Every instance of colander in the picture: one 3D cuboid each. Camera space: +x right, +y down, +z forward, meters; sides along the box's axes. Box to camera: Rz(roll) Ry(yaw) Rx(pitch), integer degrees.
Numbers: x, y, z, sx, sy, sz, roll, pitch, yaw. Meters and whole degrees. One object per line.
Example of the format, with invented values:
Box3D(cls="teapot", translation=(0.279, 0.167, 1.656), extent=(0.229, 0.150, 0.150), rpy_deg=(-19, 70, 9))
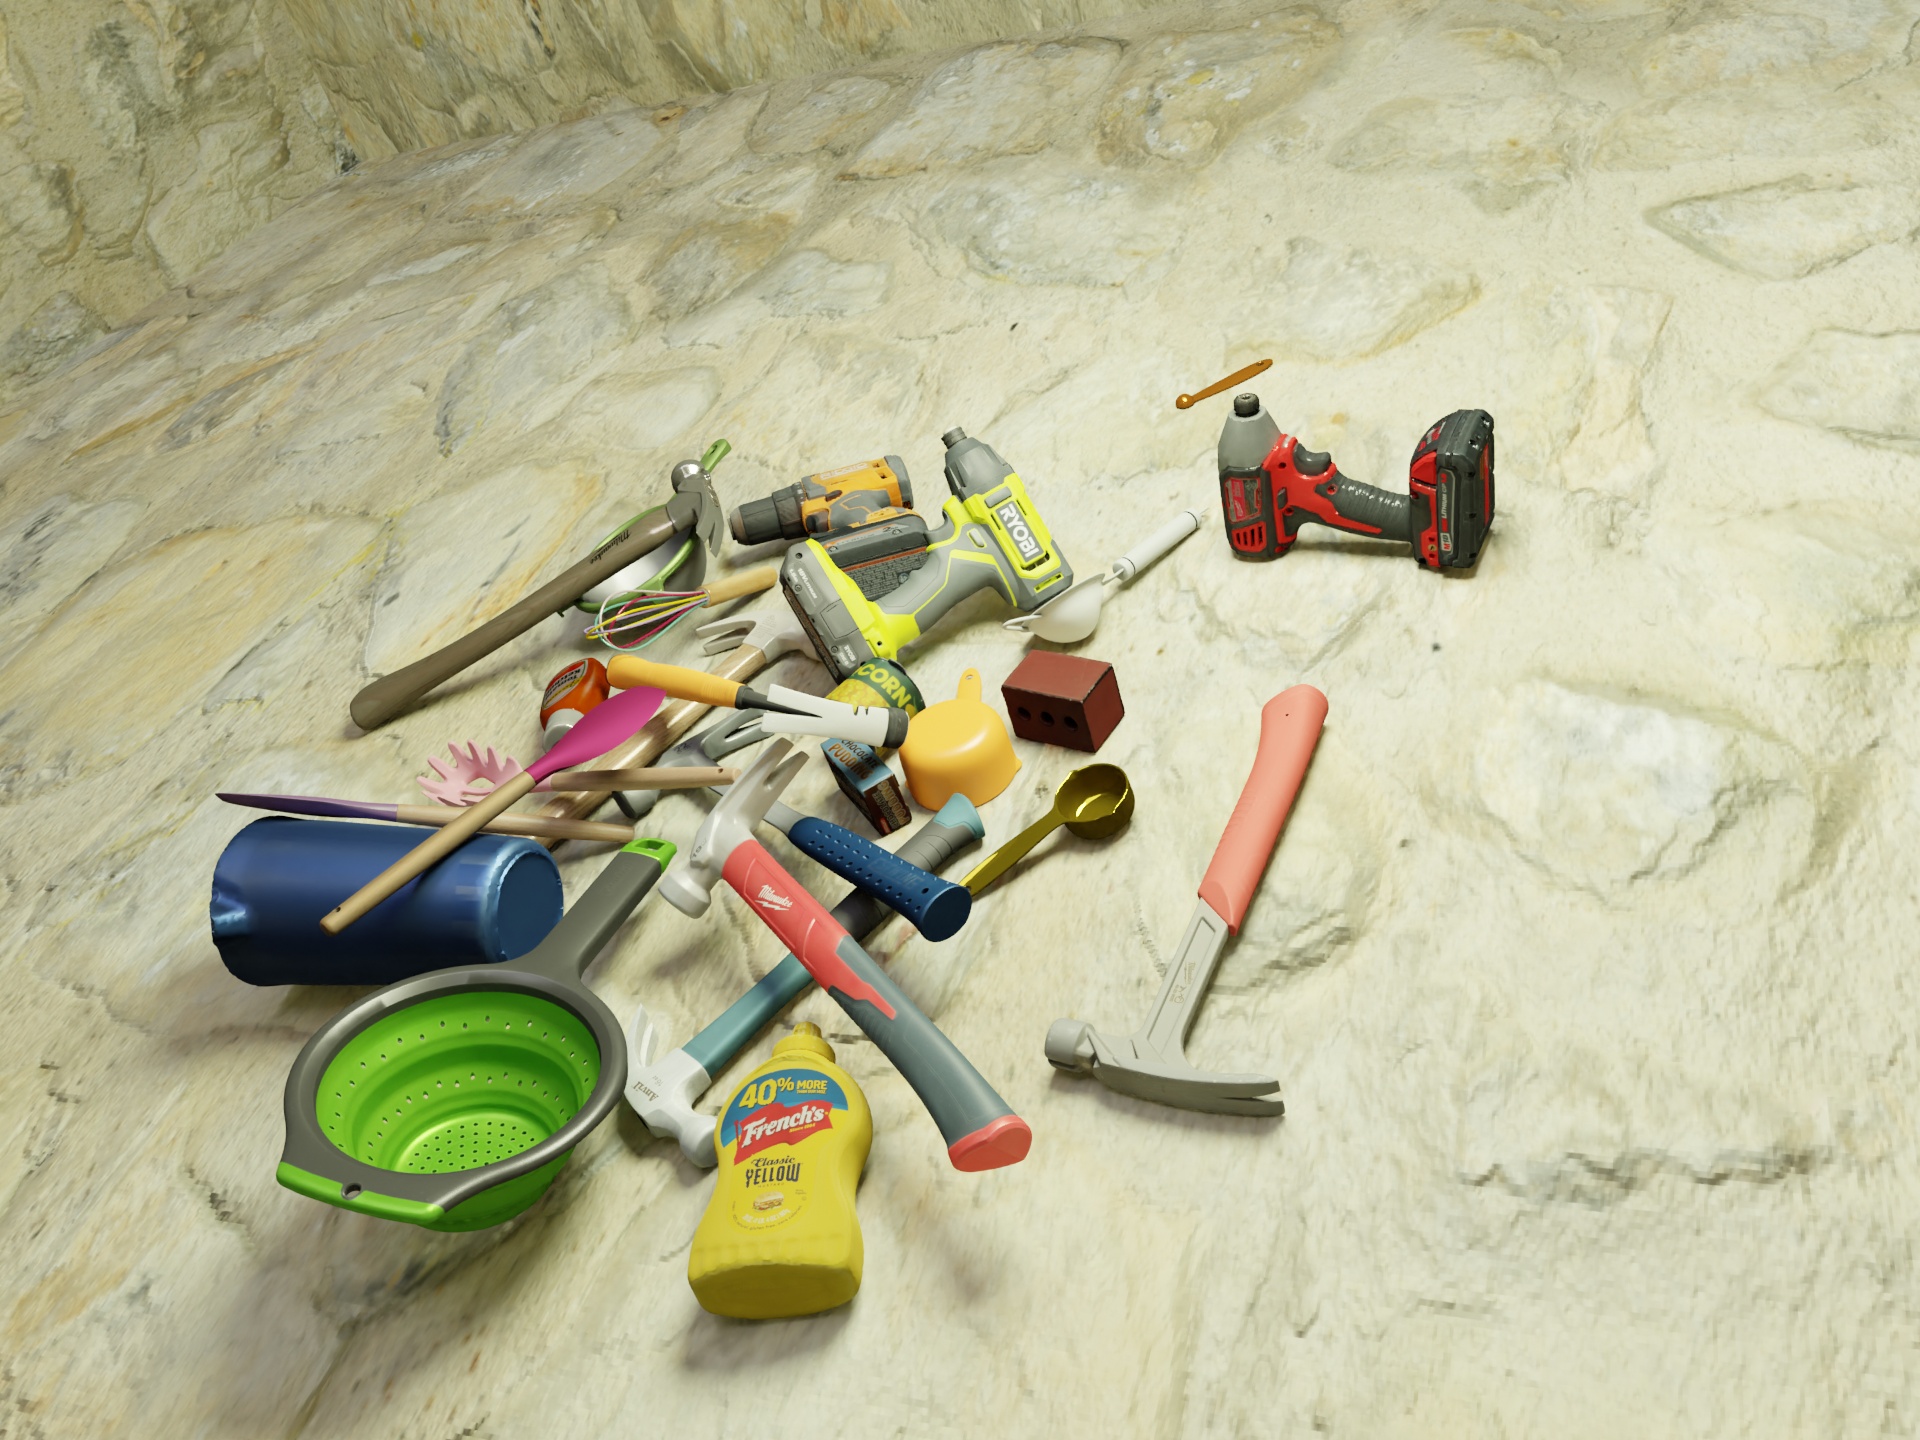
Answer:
Box3D(cls="colander", translation=(-0.289, 0.215, 1.075), extent=(0.204, 0.094, 0.397), rpy_deg=(11, 30, 13))

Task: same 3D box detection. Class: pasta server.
Box3D(cls="pasta server", translation=(-0.312, 0.045, 1.290), extent=(0.316, 0.040, 0.060), rpy_deg=(-3, 51, 29))

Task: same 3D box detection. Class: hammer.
Box3D(cls="hammer", translation=(-0.259, 0.006, 1.381), extent=(0.130, 0.031, 0.331), rpy_deg=(18, 50, 40))
Box3D(cls="hammer", translation=(-0.099, 0.162, 1.105), extent=(0.128, 0.033, 0.331), rpy_deg=(22, 52, 41))
Box3D(cls="hammer", translation=(-0.066, 0.144, 1.006), extent=(0.143, 0.038, 0.387), rpy_deg=(-52, 41, -2))
Box3D(cls="hammer", translation=(0.190, 0.102, 1.052), extent=(0.149, 0.036, 0.359), rpy_deg=(5, 43, 29))
Box3D(cls="hammer", translation=(-0.404, -0.101, 1.505), extent=(0.410, 0.038, 0.146), rpy_deg=(-31, 37, 7))
Box3D(cls="hammer", translation=(-0.194, -0.022, 1.272), extent=(0.127, 0.034, 0.337), rpy_deg=(10, 1, -43))
Box3D(cls="hammer", translation=(-0.119, 0.074, 1.185), extent=(0.144, 0.035, 0.406), rpy_deg=(-35, 31, -23))

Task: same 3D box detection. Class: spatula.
Box3D(cls="spatula", translation=(-0.418, 0.076, 1.258), extent=(0.316, 0.059, 0.018), rpy_deg=(6, 75, -10))

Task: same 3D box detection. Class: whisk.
Box3D(cls="whisk", translation=(-0.248, -0.108, 1.457), extent=(0.051, 0.047, 0.245), rpy_deg=(38, 34, 18))

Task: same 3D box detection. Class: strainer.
Box3D(cls="strainer", translation=(-0.282, -0.178, 1.586), extent=(0.151, 0.069, 0.256), rpy_deg=(-4, 44, 36))
Box3D(cls="strainer", translation=(0.138, -0.126, 1.372), extent=(0.258, 0.050, 0.087), rpy_deg=(-37, -4, -32))

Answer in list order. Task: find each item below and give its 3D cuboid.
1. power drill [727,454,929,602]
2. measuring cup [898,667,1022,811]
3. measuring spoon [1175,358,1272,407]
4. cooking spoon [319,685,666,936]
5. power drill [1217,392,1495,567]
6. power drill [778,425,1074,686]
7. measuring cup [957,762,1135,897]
Box3D(cls="power drill", translation=(-0.122, -0.176, 1.512), extent=(0.185, 0.084, 0.226), rpy_deg=(-15, 32, -5))
Box3D(cls="measuring cup", translation=(-0.002, -0.004, 1.261), extent=(0.095, 0.052, 0.174), rpy_deg=(-10, 39, 12))
Box3D(cls="measuring spoon", translation=(0.270, -0.348, 1.628), extent=(0.117, 0.011, 0.021), rpy_deg=(-27, 37, -12))
Box3D(cls="cooking spoon", translation=(-0.339, 0.057, 1.176), extent=(0.069, 0.017, 0.319), rpy_deg=(10, 39, 38))
Box3D(cls="power drill", translation=(0.317, -0.199, 1.303), extent=(0.220, 0.143, 0.079), rpy_deg=(8, 41, 28))
Box3D(cls="power drill", translation=(-0.037, -0.138, 1.368), extent=(0.223, 0.171, 0.080), rpy_deg=(-30, -2, -10))
Box3D(cls="measuring cup", translation=(0.059, 0.090, 1.144), extent=(0.156, 0.029, 0.062), rpy_deg=(-37, 38, -5))
